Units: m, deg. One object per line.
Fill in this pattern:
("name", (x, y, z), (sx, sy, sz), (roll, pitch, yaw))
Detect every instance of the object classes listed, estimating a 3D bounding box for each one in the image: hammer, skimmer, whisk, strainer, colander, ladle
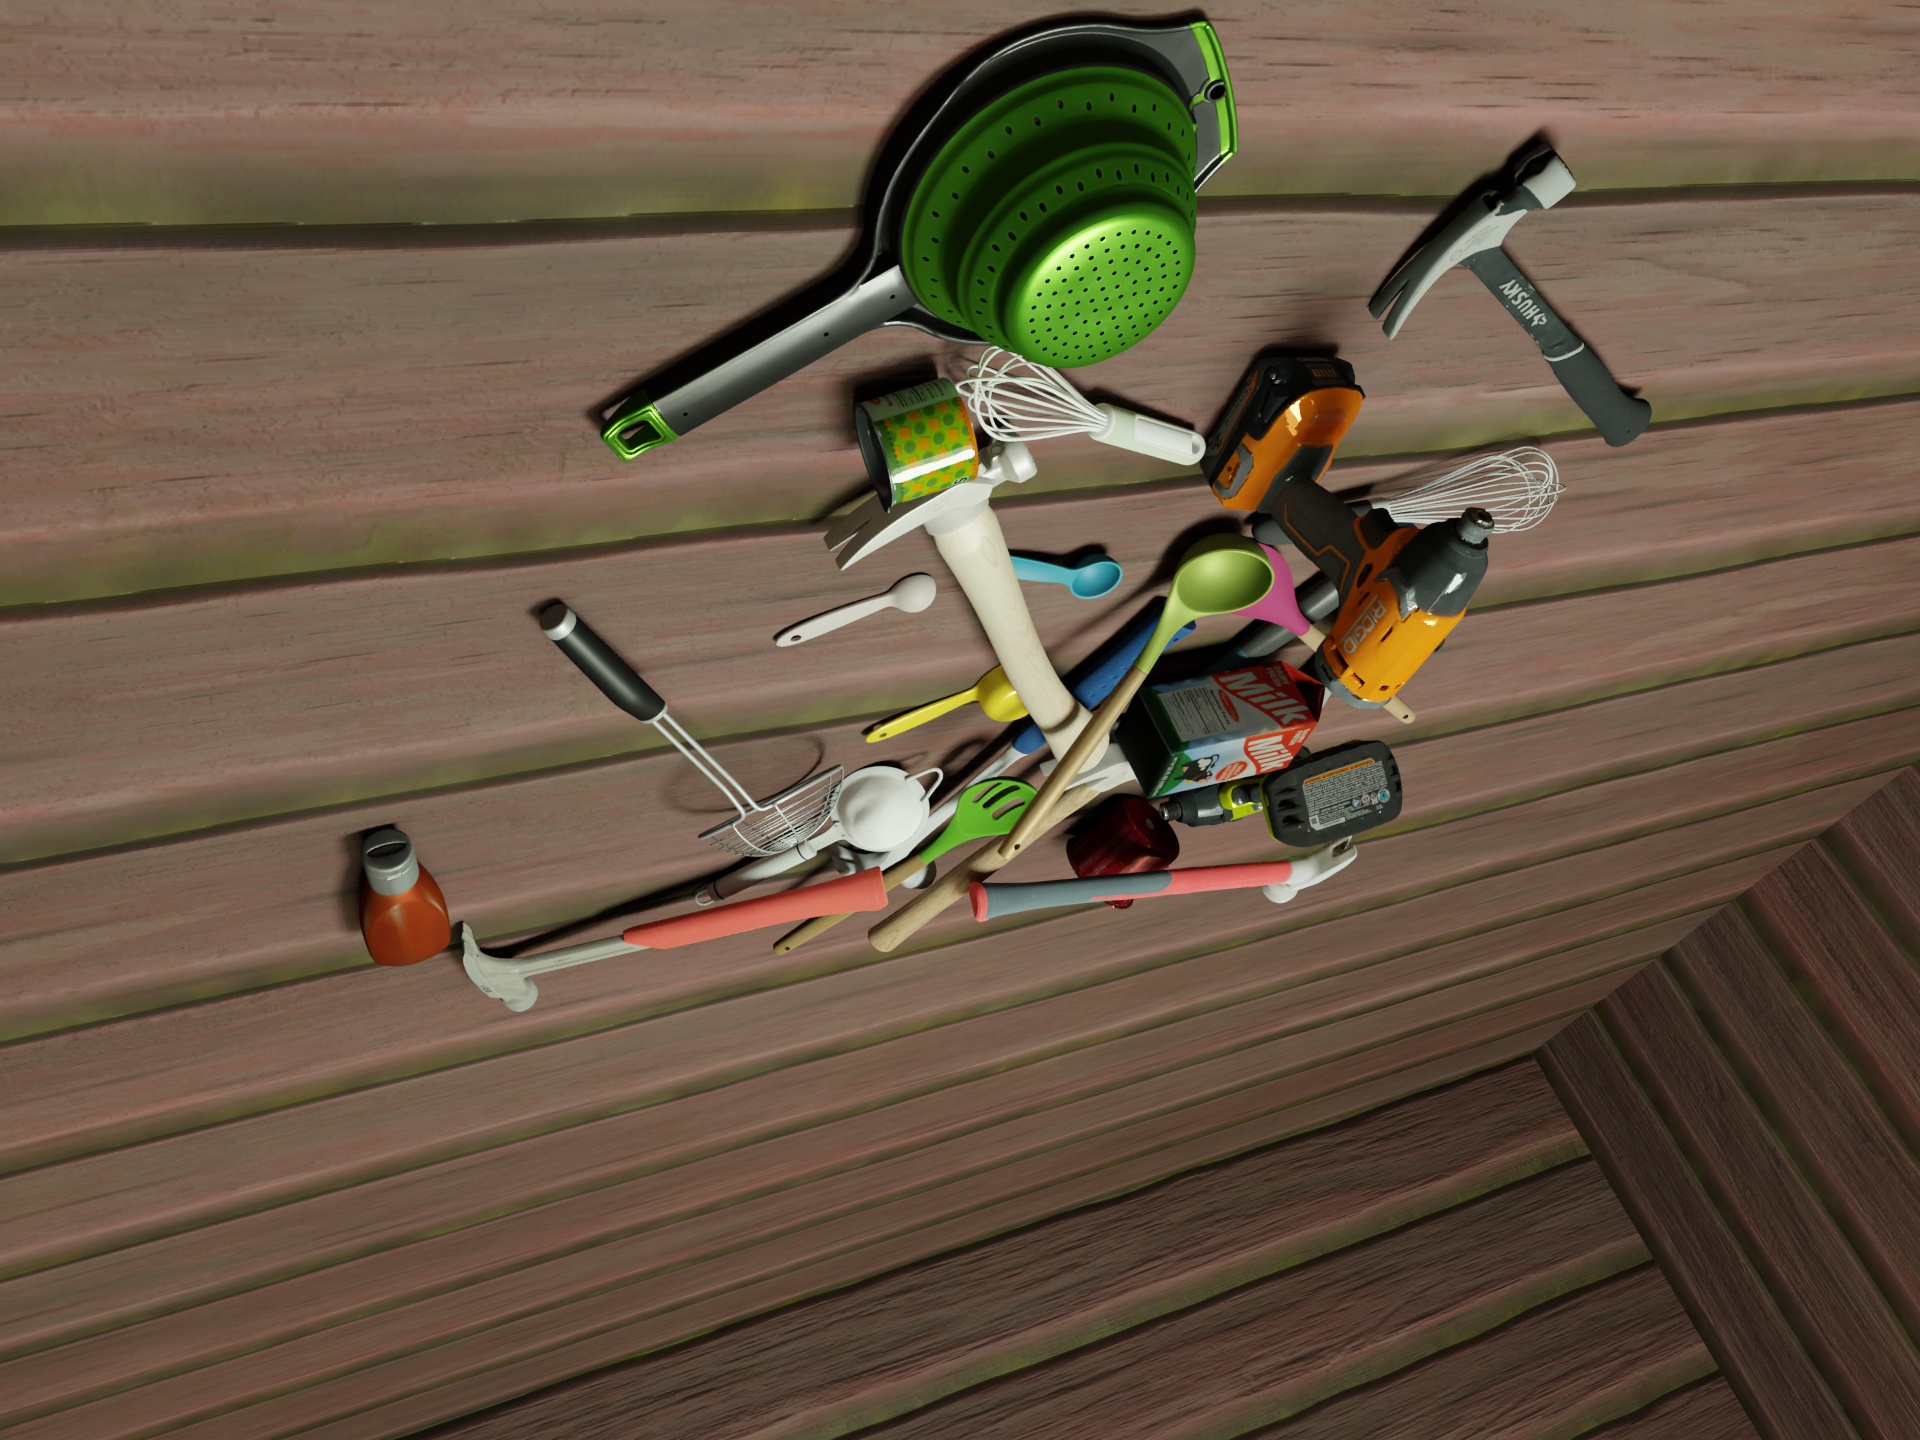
("hammer", (0.193, 0.152, 1.528), (0.386, 0.038, 0.143), (-3, 157, -24))
("skimmer", (-0.200, 0.003, 1.173), (0.127, 0.090, 0.362), (-26, 142, 9))
("hammer", (0.266, -0.069, 1.412), (0.331, 0.033, 0.128), (-38, 148, 24))
("hammer", (-0.242, 0.178, 1.382), (0.359, 0.037, 0.149), (-12, 151, -4))
("whisk", (0.365, -0.175, 1.291), (0.284, 0.070, 0.070), (-10, 149, -16))
("strainer", (-0.127, 0.110, 1.390), (0.258, 0.050, 0.086), (-26, 117, 18))
("colander", (-0.012, -0.221, 0.866), (0.397, 0.095, 0.204), (-28, 152, 6))
("ladle", (0.133, -0.014, 1.263), (0.078, 0.062, 0.320), (33, 95, -38))
("whisk", (0.087, -0.198, 1.040), (0.059, 0.058, 0.246), (2, 179, 42))
("hammer", (0.439, -0.280, 1.185), (0.149, 0.036, 0.408), (-37, 150, 25))
("hammer", (0.033, -0.057, 1.198), (0.146, 0.038, 0.410), (-29, 147, 2))
("hammer", (0.043, 0.029, 1.401), (0.405, 0.035, 0.144), (-41, 148, 28))
("hammer", (0.036, 0.121, 1.483), (0.331, 0.031, 0.130), (-38, 151, 24))

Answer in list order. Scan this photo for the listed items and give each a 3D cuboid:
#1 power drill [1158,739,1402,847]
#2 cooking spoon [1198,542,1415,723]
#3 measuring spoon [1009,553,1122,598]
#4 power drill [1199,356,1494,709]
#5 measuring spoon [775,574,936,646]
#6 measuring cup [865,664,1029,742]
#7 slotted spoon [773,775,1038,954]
("power drill", (0.307, 0.070, 1.547), (0.171, 0.080, 0.223), (-16, -176, -18))
("cooking spoon", (0.311, -0.068, 1.378), (0.068, 0.017, 0.318), (-40, 132, 22))
("measuring spoon", (0.064, -0.118, 1.194), (0.128, 0.021, 0.042), (6, 140, -30))
("power drill", (0.265, -0.143, 1.076), (0.084, 0.227, 0.164), (-8, 147, -29))
("measuring spoon", (-0.074, -0.073, 1.152), (0.124, 0.018, 0.034), (-21, 152, -6))
("measuring cup", (-0.002, -0.004, 1.313), (0.156, 0.029, 0.062), (-22, 152, -9))
("slotted spoon", (-0.054, 0.134, 1.433), (0.313, 0.031, 0.070), (-34, 123, 23))
